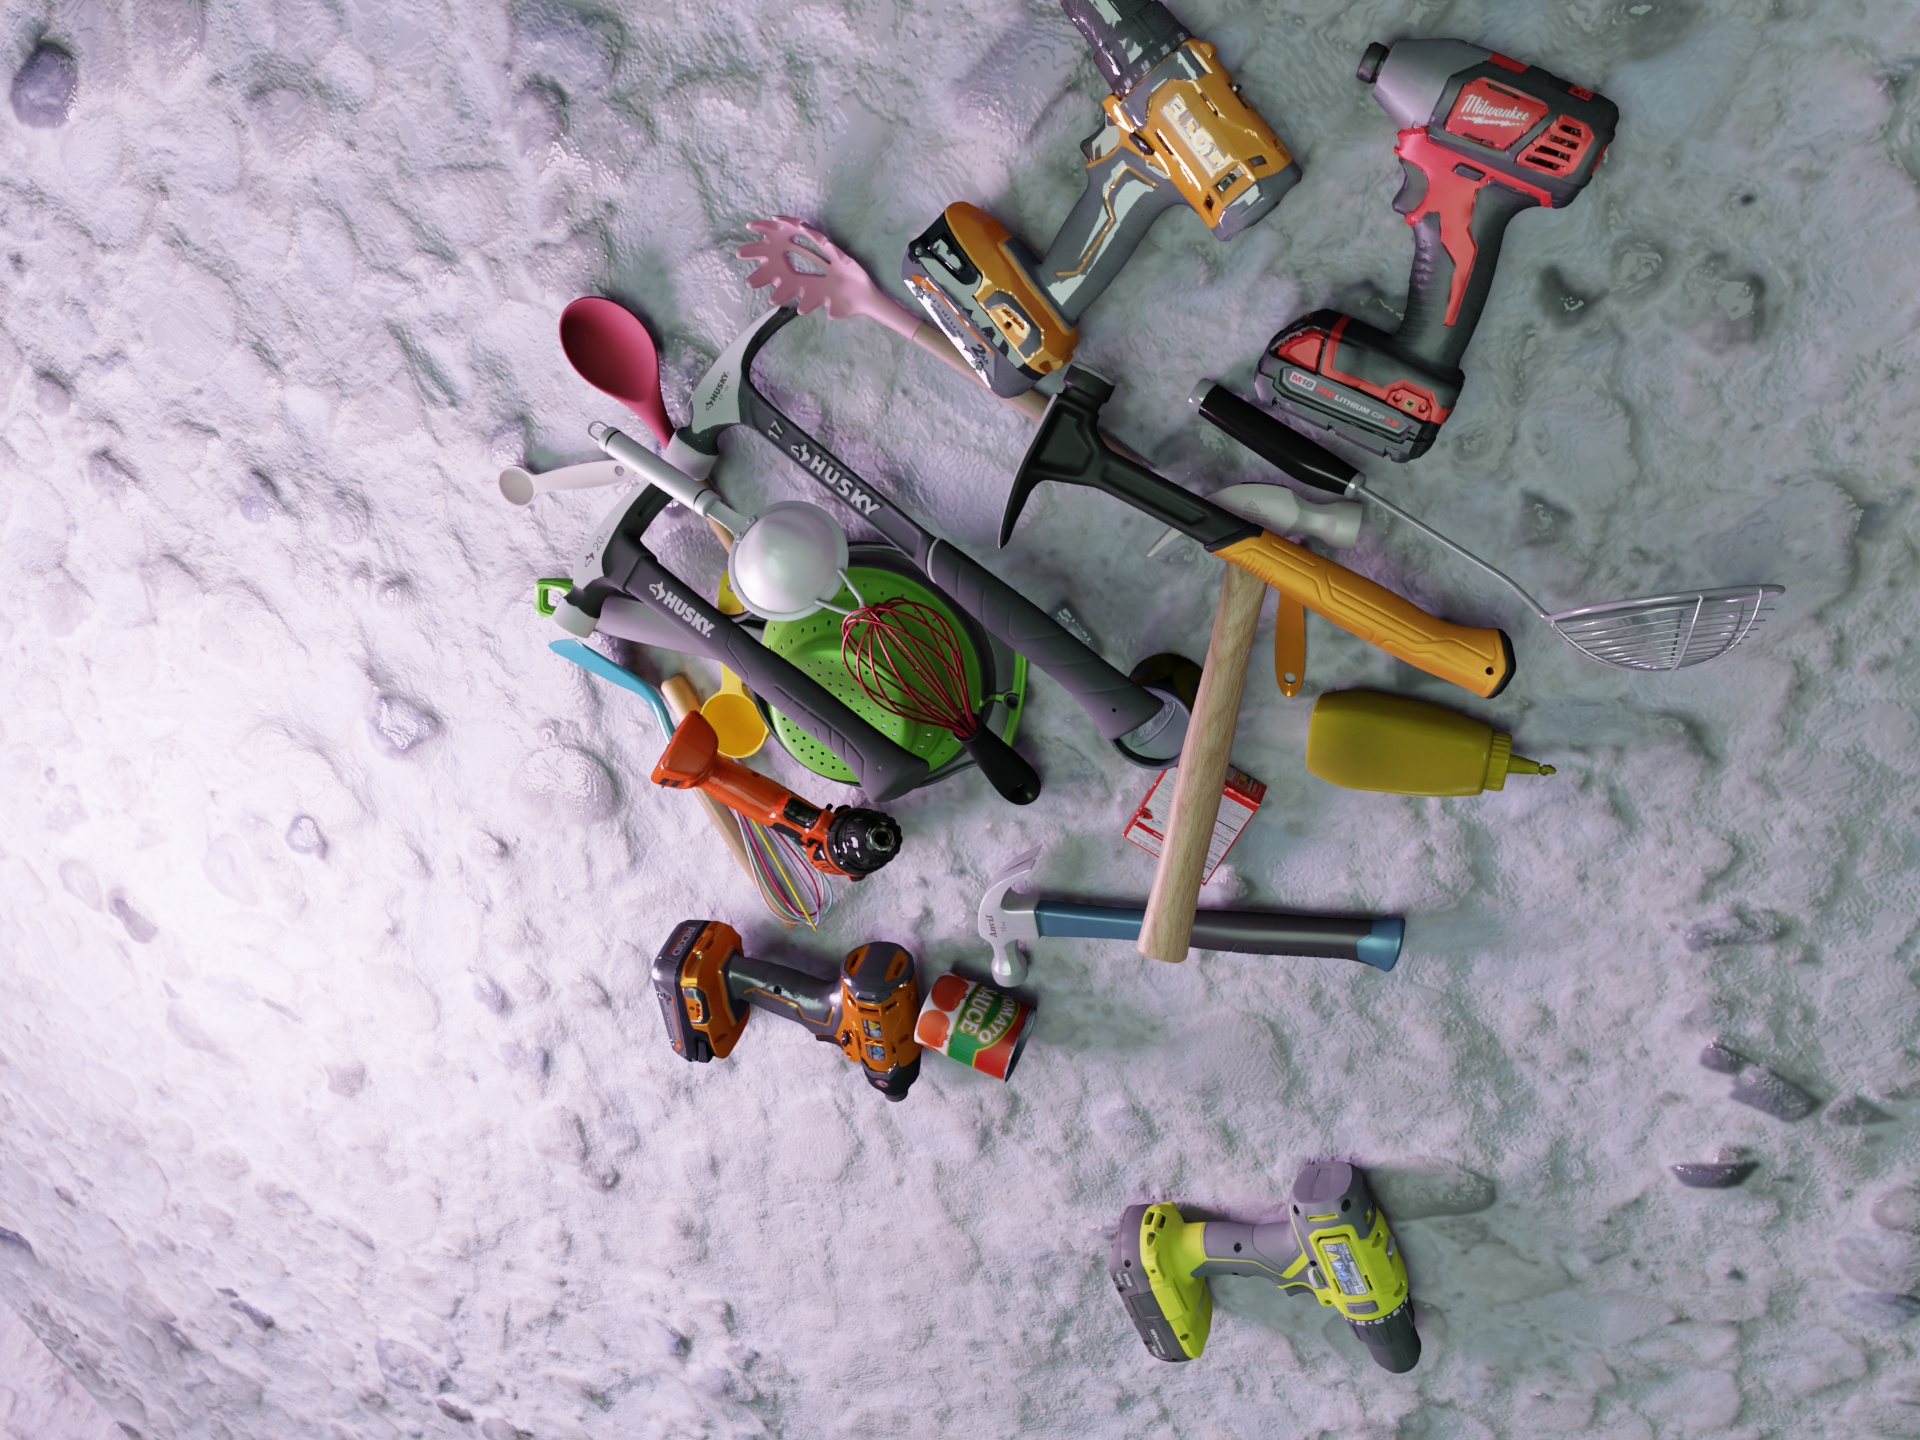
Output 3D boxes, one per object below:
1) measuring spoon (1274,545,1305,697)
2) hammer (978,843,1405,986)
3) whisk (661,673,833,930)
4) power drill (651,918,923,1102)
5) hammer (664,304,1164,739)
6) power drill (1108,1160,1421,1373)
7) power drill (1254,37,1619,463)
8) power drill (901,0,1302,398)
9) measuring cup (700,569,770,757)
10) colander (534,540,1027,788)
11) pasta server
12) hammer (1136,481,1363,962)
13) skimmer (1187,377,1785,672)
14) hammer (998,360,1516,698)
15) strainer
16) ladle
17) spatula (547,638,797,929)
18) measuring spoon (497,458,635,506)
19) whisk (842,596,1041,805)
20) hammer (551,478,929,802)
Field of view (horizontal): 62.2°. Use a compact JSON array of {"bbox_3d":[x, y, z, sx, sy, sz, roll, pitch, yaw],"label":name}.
[{"bbox_3d":[0.226,-0.068,1.087,0.021,0.011,0.116,6,122,20],"label":"measuring spoon"},{"bbox_3d":[0.170,0.160,1.215,0.331,0.033,0.128,1,123,22],"label":"hammer"},{"bbox_3d":[-0.177,0.070,1.318,0.051,0.047,0.245,-25,101,20],"label":"whisk"},{"bbox_3d":[-0.140,0.257,1.378,0.226,0.084,0.164,5,126,17],"label":"power drill"},{"bbox_3d":[-0.027,-0.126,1.091,0.409,0.036,0.149,40,114,15],"label":"hammer"},{"bbox_3d":[0.257,0.468,1.321,0.228,0.080,0.190,-16,109,27],"label":"power drill"},{"bbox_3d":[0.261,-0.275,0.921,0.143,0.078,0.219,27,121,8],"label":"power drill"},{"bbox_3d":[0.067,-0.331,0.974,0.226,0.084,0.185,-35,98,30],"label":"power drill"},{"bbox_3d":[-0.177,-0.047,1.268,0.062,0.029,0.156,7,110,13],"label":"measuring cup"},{"bbox_3d":[-0.153,-0.040,1.190,0.397,0.094,0.204,13,117,10],"label":"colander"},{"bbox_3d":[-0.009,-0.247,1.076,0.316,0.040,0.060,33,126,3],"label":"pasta server"},{"bbox_3d":[0.166,0.004,1.066,0.130,0.031,0.331,13,102,7],"label":"hammer"},{"bbox_3d":[0.310,-0.138,0.975,0.363,0.127,0.090,35,102,17],"label":"skimmer"},{"bbox_3d":[0.191,-0.097,1.009,0.337,0.034,0.127,27,103,3],"label":"hammer"},{"bbox_3d":[-0.173,-0.148,1.113,0.259,0.050,0.087,34,87,22],"label":"strainer"},{"bbox_3d":[-0.198,-0.179,1.202,0.069,0.031,0.315,-24,107,25],"label":"ladle"},{"bbox_3d":[-0.230,0.054,1.331,0.082,0.044,0.317,-3,122,59],"label":"spatula"},{"bbox_3d":[-0.308,-0.193,1.254,0.124,0.018,0.034,-5,114,18],"label":"measuring spoon"},{"bbox_3d":[-0.002,-0.004,1.107,0.073,0.073,0.295,-1,154,24],"label":"whisk"},{"bbox_3d":[-0.149,-0.050,1.123,0.335,0.035,0.146,36,99,27],"label":"hammer"}]
